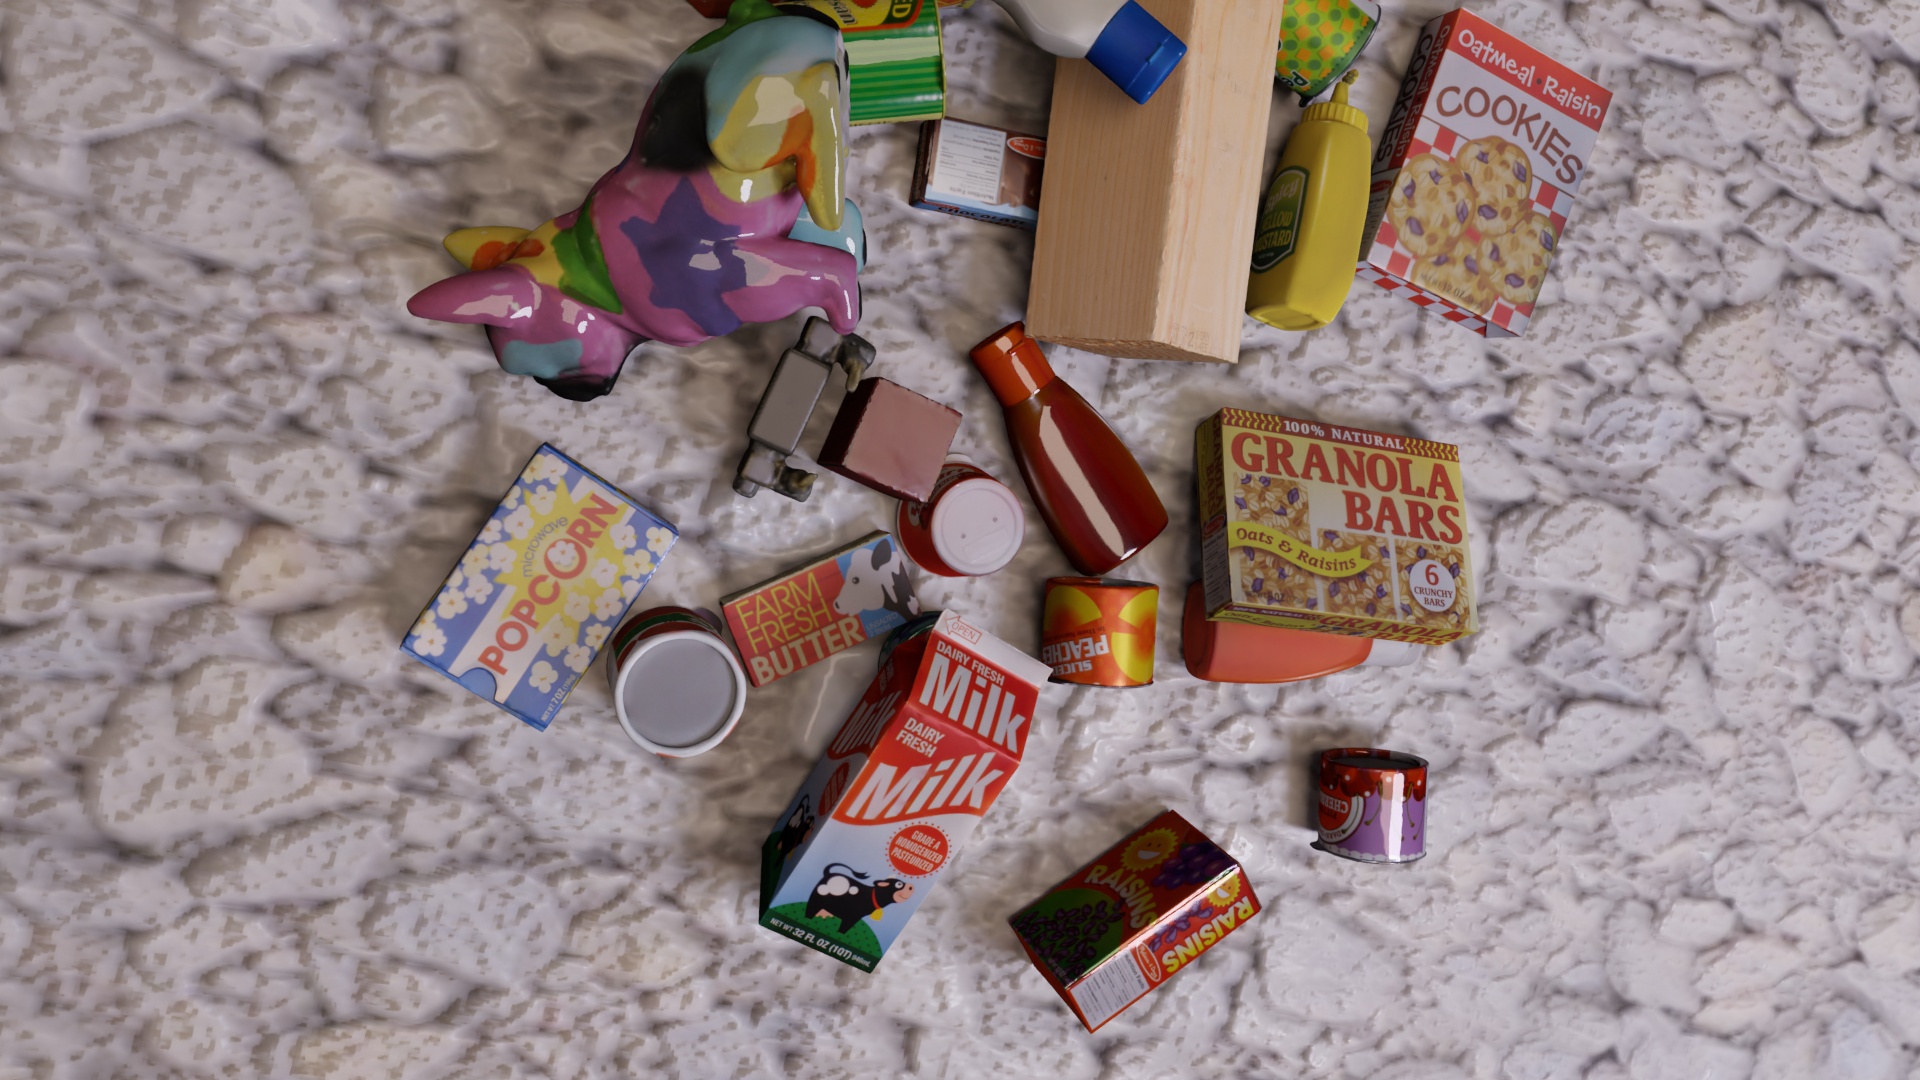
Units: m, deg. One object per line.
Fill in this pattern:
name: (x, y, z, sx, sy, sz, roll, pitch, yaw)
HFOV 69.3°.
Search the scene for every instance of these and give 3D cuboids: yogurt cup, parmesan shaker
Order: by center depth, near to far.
parmesan shaker: (-0.062, -0.249, 0.727, 0.103, 0.071, 0.071, -7, 97, -5)
yogurt cup: (0.003, -0.010, 0.783, 0.072, 0.054, 0.072, -2, 96, -16)

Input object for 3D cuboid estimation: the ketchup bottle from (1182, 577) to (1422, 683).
ketchup bottle: (0.212, 0.057, 0.856, 0.149, 0.043, 0.064, 4, 88, -17)

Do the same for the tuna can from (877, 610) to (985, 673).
tuna can: (-0.010, 0.074, 0.797, 0.071, 0.033, 0.071, -1, 95, -16)

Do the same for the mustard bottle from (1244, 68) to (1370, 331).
mustard bottle: (0.212, -0.207, 0.828, 0.049, 0.065, 0.160, 16, 84, -23)

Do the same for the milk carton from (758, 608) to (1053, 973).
milk carton: (-0.031, 0.128, 0.746, 0.072, 0.074, 0.190, 30, 104, -16)

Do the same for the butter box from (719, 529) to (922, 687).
butter box: (-0.079, 0.038, 0.778, 0.104, 0.024, 0.053, -24, 100, -14)

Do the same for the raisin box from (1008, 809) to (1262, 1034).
raisin box: (0.101, 0.219, 0.813, 0.123, 0.086, 0.040, -32, 109, -12)

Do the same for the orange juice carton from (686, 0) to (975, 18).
orange juice carton: (-0.080, -0.320, 0.725, 0.193, 0.072, 0.073, -9, 97, -16)

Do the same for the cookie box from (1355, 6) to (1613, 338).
cookie box: (0.322, -0.227, 0.870, 0.123, 0.040, 0.167, 21, 89, -17)

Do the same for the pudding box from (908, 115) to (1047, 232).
pudding box: (0.017, -0.206, 0.785, 0.084, 0.030, 0.049, 7, 91, -17)

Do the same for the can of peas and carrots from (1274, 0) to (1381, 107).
can of peas and carrots: (0.200, -0.301, 0.814, 0.058, 0.071, 0.071, 32, 85, -16)

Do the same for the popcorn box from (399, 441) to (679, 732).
popcorn box: (-0.218, 0.023, 0.728, 0.085, 0.038, 0.127, 35, 84, -17)

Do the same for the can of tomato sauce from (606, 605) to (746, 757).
can of tomato sauce: (-0.148, 0.072, 0.729, 0.071, 0.083, 0.071, -1, 95, -16)

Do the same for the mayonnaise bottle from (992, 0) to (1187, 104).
mayonnaise bottle: (0.045, -0.278, 0.690, 0.148, 0.041, 0.065, 40, 91, -3)

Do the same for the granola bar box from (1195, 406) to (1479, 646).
granola bar box: (0.225, -0.007, 0.836, 0.166, 0.039, 0.124, 7, 69, -17)

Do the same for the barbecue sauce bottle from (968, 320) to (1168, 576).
barbecue sauce bottle: (0.059, -0.055, 0.802, 0.065, 0.043, 0.148, -36, 103, -16)

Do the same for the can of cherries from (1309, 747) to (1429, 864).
can of cherries: (0.255, 0.164, 0.865, 0.071, 0.071, 0.058, 0, 94, -17)

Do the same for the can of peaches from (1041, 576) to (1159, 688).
can of peaches: (0.079, 0.052, 0.803, 0.071, 0.071, 0.058, 3, 93, -17)
